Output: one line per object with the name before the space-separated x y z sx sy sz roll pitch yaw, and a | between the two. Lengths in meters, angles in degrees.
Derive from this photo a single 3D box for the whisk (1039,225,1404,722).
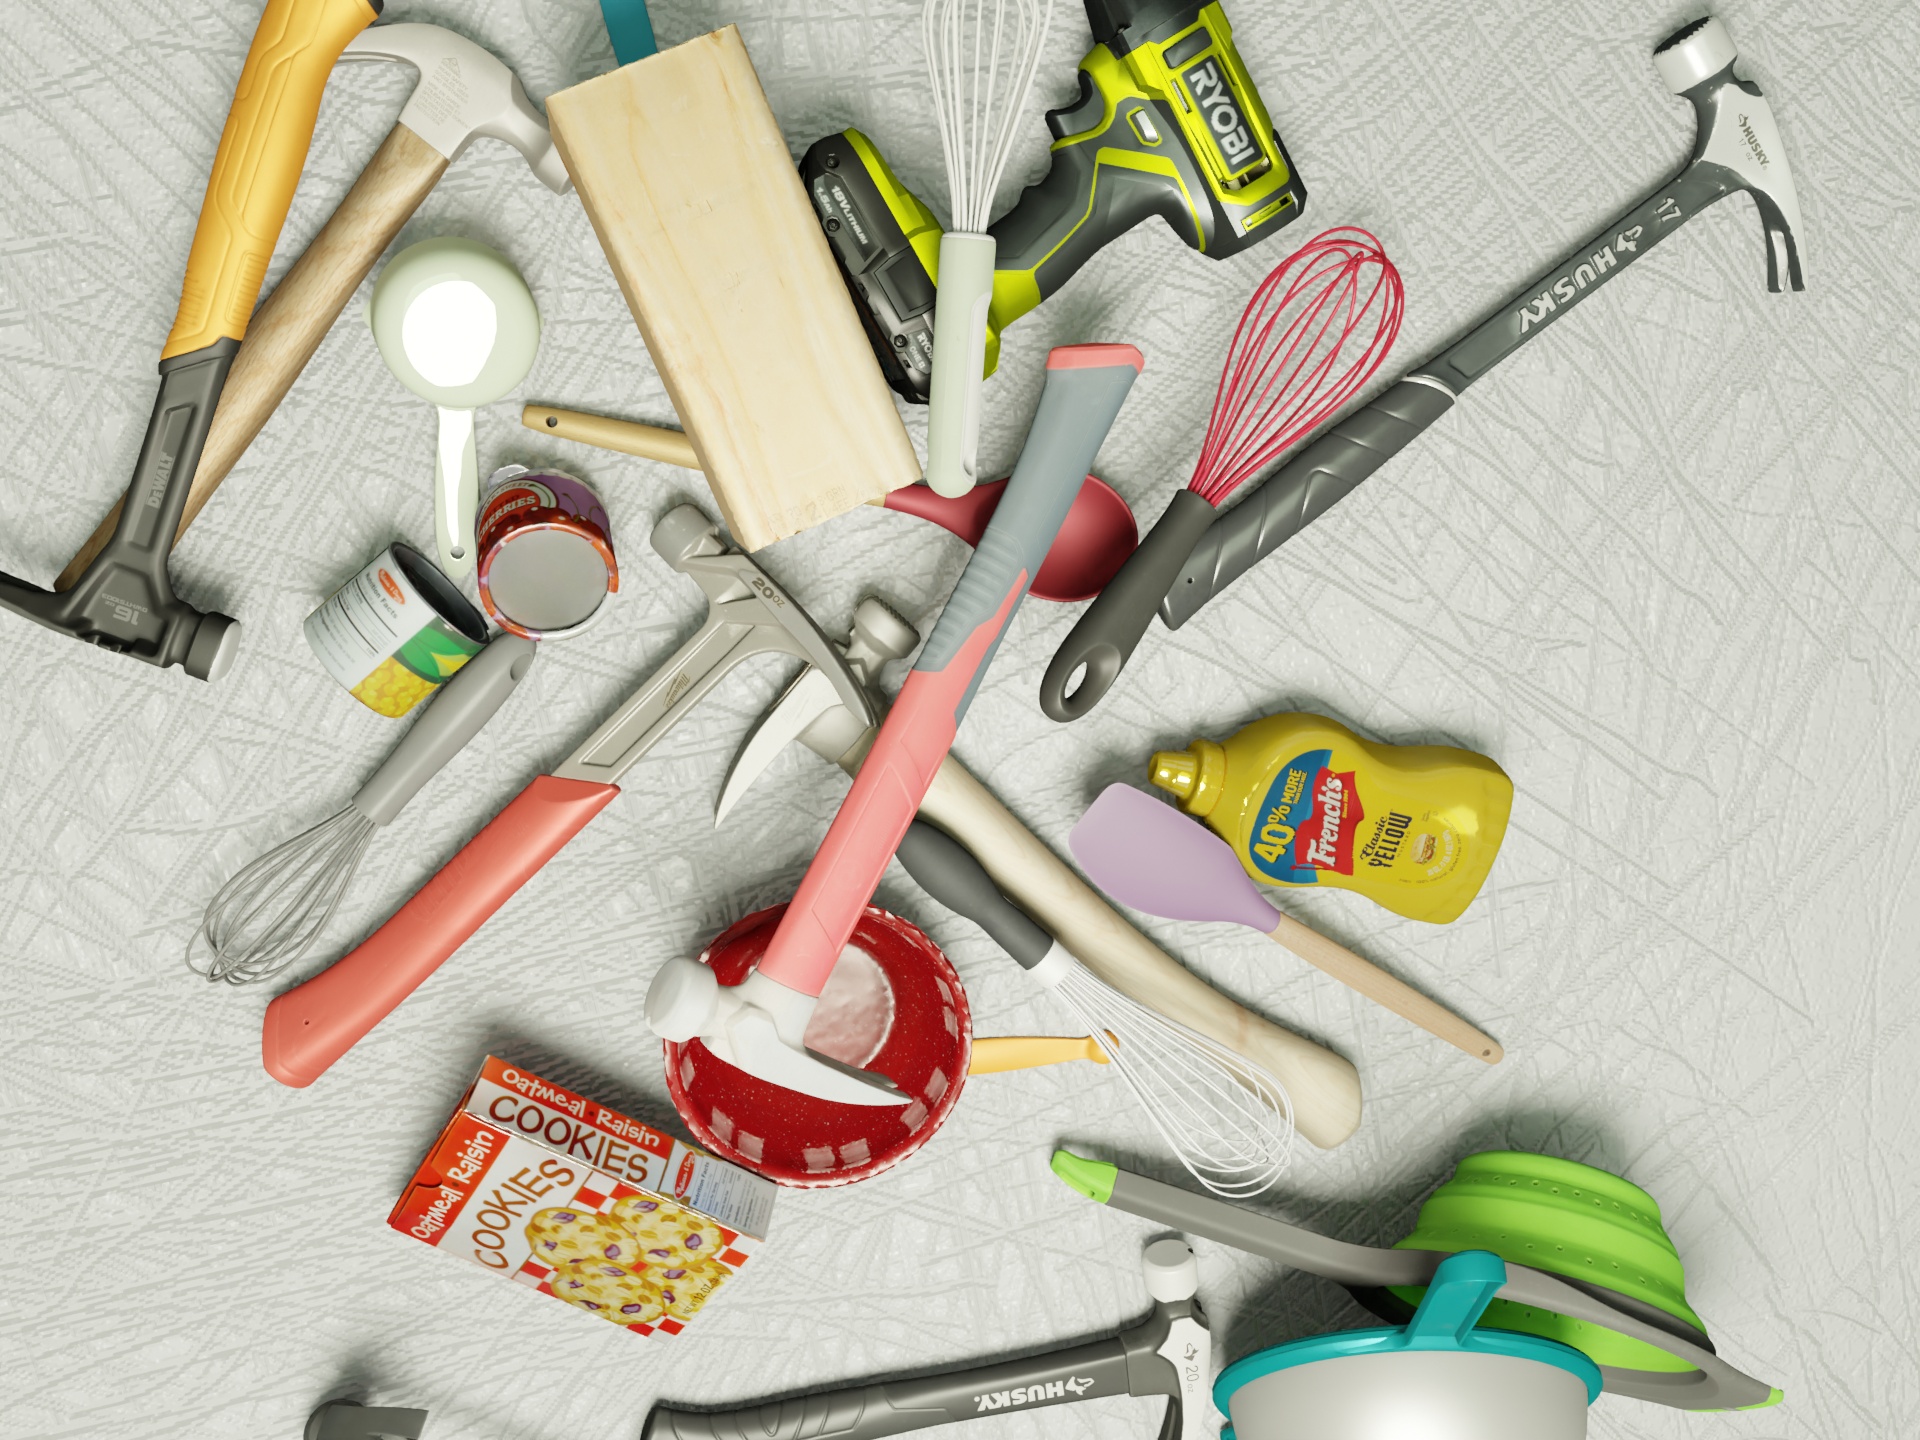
whisk | 0.127 -0.121 0.777 0.073 0.073 0.296 37 82 -13

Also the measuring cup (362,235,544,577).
measuring cup | -0.239 -0.142 0.758 0.083 0.038 0.167 -2 115 -21

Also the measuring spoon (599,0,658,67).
measuring spoon | -0.152 -0.308 0.760 0.042 0.021 0.128 -16 104 -4

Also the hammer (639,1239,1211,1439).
hammer | -0.020 0.396 0.914 0.334 0.035 0.146 -9 105 -5

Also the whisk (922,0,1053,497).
whisk | 0.005 -0.223 0.708 0.059 0.058 0.246 10 104 22

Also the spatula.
spatula | 0.187 0.123 0.872 0.315 0.018 0.059 30 107 -22

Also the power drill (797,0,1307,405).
power drill | 0.037 -0.268 0.769 0.223 0.080 0.171 -33 105 -4

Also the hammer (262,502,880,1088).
hammer | -0.212 0.064 0.805 0.359 0.036 0.149 -44 82 5

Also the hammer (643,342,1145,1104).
hammer | -0.001 -0.002 0.765 0.143 0.038 0.386 29 87 -31

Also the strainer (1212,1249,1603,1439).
strainer | 0.240 0.367 0.810 0.211 0.095 0.340 -2 143 5

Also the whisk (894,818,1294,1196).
whisk | 0.069 0.149 0.833 0.284 0.070 0.070 42 93 -9

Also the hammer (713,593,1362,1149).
hammer | 0.059 0.115 0.869 0.410 0.038 0.146 40 95 -14

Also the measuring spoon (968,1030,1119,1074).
measuring spoon | 0.033 0.189 0.892 0.117 0.011 0.021 -3 102 -7

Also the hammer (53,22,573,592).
hammer | -0.324 -0.185 0.757 0.130 0.031 0.331 38 95 -13

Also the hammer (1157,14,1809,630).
hammer | 0.265 -0.182 0.838 0.409 0.036 0.149 -38 105 1

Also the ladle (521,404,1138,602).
ladle | -0.064 -0.120 0.809 0.315 0.031 0.069 11 97 -8

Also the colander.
colander | 0.251 0.278 0.898 0.397 0.204 0.095 17 64 5

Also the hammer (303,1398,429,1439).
hammer | -0.156 0.454 0.878 0.405 0.144 0.035 29 58 -18

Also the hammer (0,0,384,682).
hammer | -0.345 -0.191 0.719 0.127 0.034 0.337 21 99 -13

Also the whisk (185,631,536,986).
whisk | -0.299 0.043 0.801 0.055 0.055 0.239 42 89 -14
